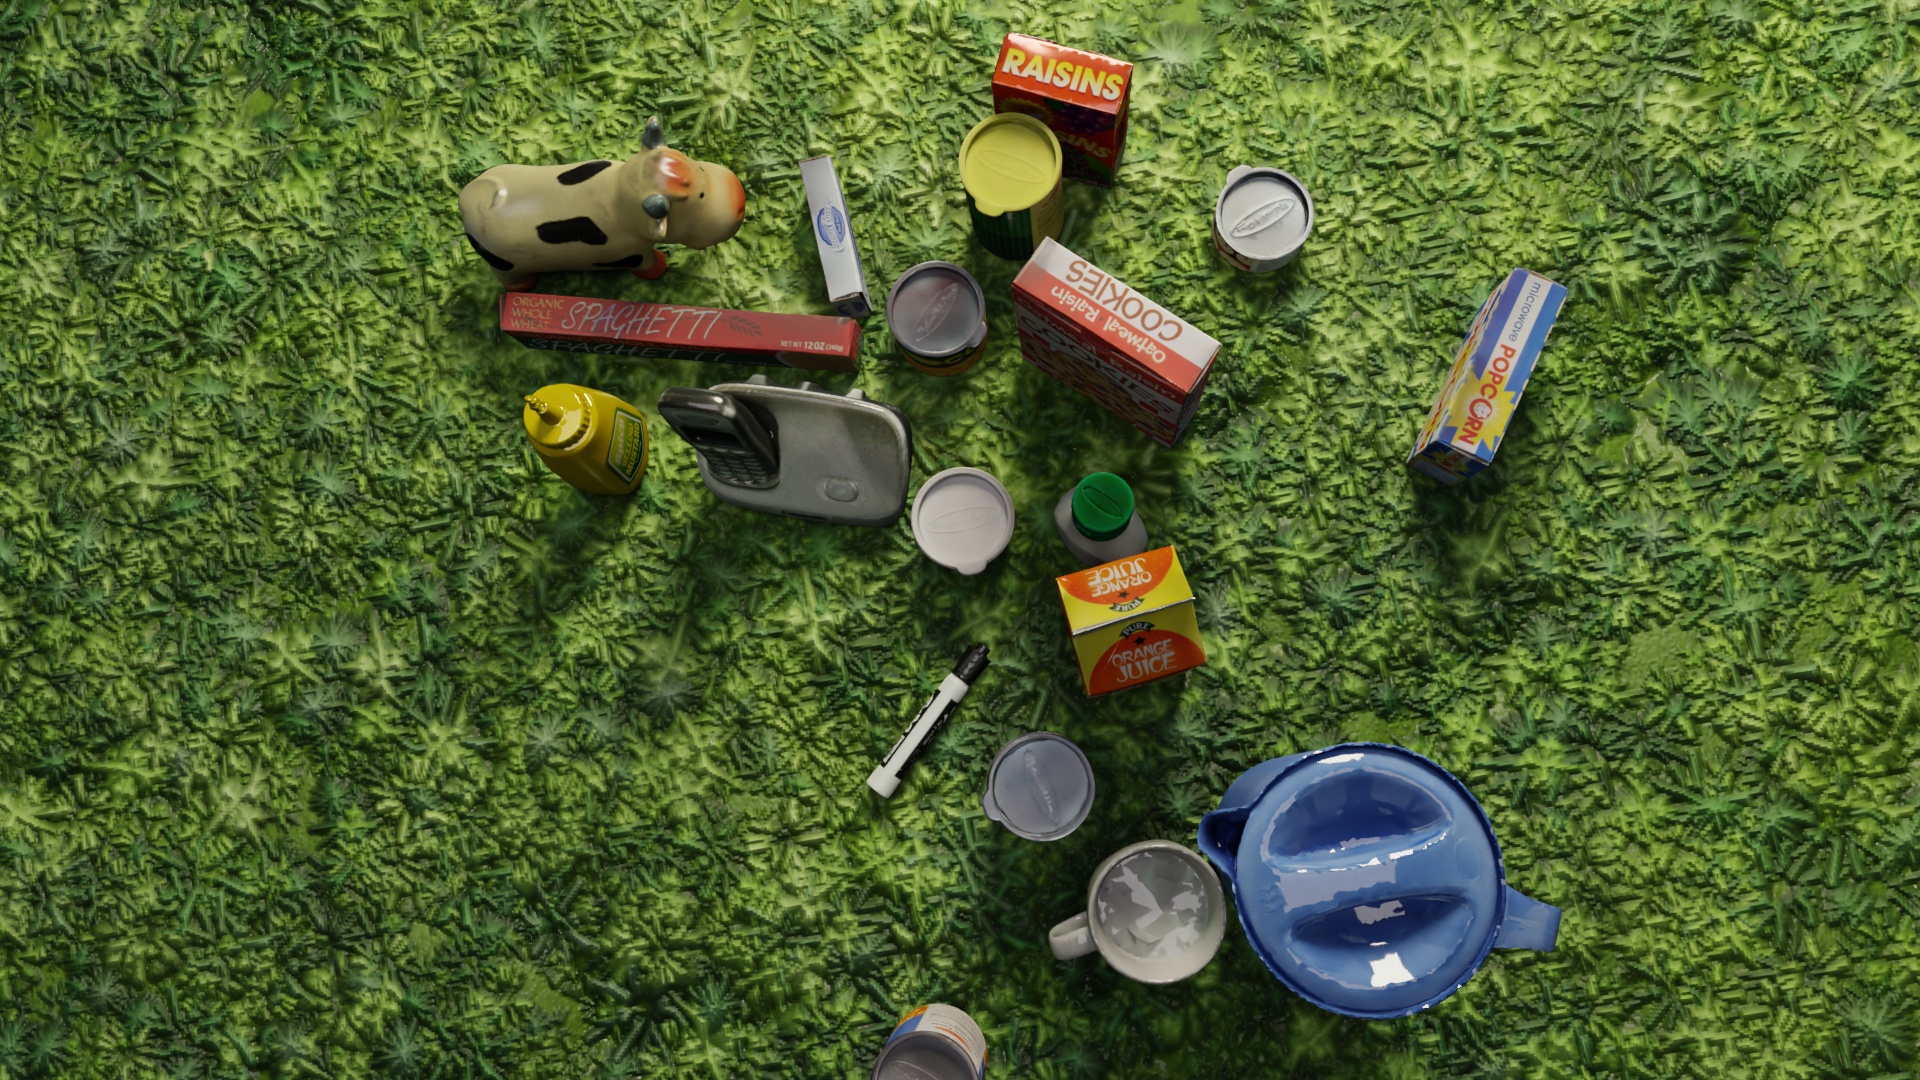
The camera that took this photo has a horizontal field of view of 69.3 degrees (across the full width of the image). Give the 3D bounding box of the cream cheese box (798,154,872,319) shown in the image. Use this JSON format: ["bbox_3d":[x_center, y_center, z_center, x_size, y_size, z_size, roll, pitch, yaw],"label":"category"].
[{"bbox_3d":[-0.087,-0.209,0.967,0.024,0.053,0.104,-14,81,3],"label":"cream cheese box"}]

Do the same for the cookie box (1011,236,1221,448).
[{"bbox_3d":[0.096,-0.120,0.883,0.123,0.167,0.040,33,87,8],"label":"cookie box"}]

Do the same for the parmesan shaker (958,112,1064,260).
[{"bbox_3d":[0.035,-0.233,0.936,0.071,0.103,0.071,-1,83,5],"label":"parmesan shaker"}]

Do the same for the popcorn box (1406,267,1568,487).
[{"bbox_3d":[0.341,-0.104,0.902,0.038,0.085,0.127,26,85,7],"label":"popcorn box"}]

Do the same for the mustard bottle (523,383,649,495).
[{"bbox_3d":[-0.248,-0.070,0.907,0.049,0.160,0.065,7,83,6],"label":"mustard bottle"}]

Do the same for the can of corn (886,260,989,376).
[{"bbox_3d":[-0.012,-0.149,0.951,0.071,0.058,0.071,-1,82,5],"label":"can of corn"}]

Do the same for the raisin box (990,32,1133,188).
[{"bbox_3d":[0.069,-0.286,0.930,0.086,0.123,0.040,17,84,7],"label":"raisin box"}]

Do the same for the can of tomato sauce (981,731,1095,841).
[{"bbox_3d":[0.051,0.157,0.890,0.071,0.083,0.071,-1,82,5],"label":"can of tomato sauce"}]

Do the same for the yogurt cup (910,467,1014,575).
[{"bbox_3d":[0.003,-0.012,0.932,0.072,0.054,0.072,-1,82,5],"label":"yogurt cup"}]

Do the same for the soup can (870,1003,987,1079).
[{"bbox_3d":[-0.020,0.335,0.871,0.071,0.083,0.071,-1,82,5],"label":"soup can"}]

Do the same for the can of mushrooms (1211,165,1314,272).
[{"bbox_3d":[0.206,-0.222,0.956,0.071,0.033,0.071,-1,82,5],"label":"can of mushrooms"}]

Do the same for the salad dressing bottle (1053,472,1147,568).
[{"bbox_3d":[0.089,-0.012,0.878,0.064,0.147,0.044,37,87,8],"label":"salad dressing bottle"}]

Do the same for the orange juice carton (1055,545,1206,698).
[{"bbox_3d":[0.102,0.052,0.845,0.072,0.192,0.073,-16,82,3],"label":"orange juice carton"}]

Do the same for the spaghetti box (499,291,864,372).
[{"bbox_3d":[-0.194,-0.145,0.969,0.250,0.050,0.029,5,83,5],"label":"spaghetti box"}]
